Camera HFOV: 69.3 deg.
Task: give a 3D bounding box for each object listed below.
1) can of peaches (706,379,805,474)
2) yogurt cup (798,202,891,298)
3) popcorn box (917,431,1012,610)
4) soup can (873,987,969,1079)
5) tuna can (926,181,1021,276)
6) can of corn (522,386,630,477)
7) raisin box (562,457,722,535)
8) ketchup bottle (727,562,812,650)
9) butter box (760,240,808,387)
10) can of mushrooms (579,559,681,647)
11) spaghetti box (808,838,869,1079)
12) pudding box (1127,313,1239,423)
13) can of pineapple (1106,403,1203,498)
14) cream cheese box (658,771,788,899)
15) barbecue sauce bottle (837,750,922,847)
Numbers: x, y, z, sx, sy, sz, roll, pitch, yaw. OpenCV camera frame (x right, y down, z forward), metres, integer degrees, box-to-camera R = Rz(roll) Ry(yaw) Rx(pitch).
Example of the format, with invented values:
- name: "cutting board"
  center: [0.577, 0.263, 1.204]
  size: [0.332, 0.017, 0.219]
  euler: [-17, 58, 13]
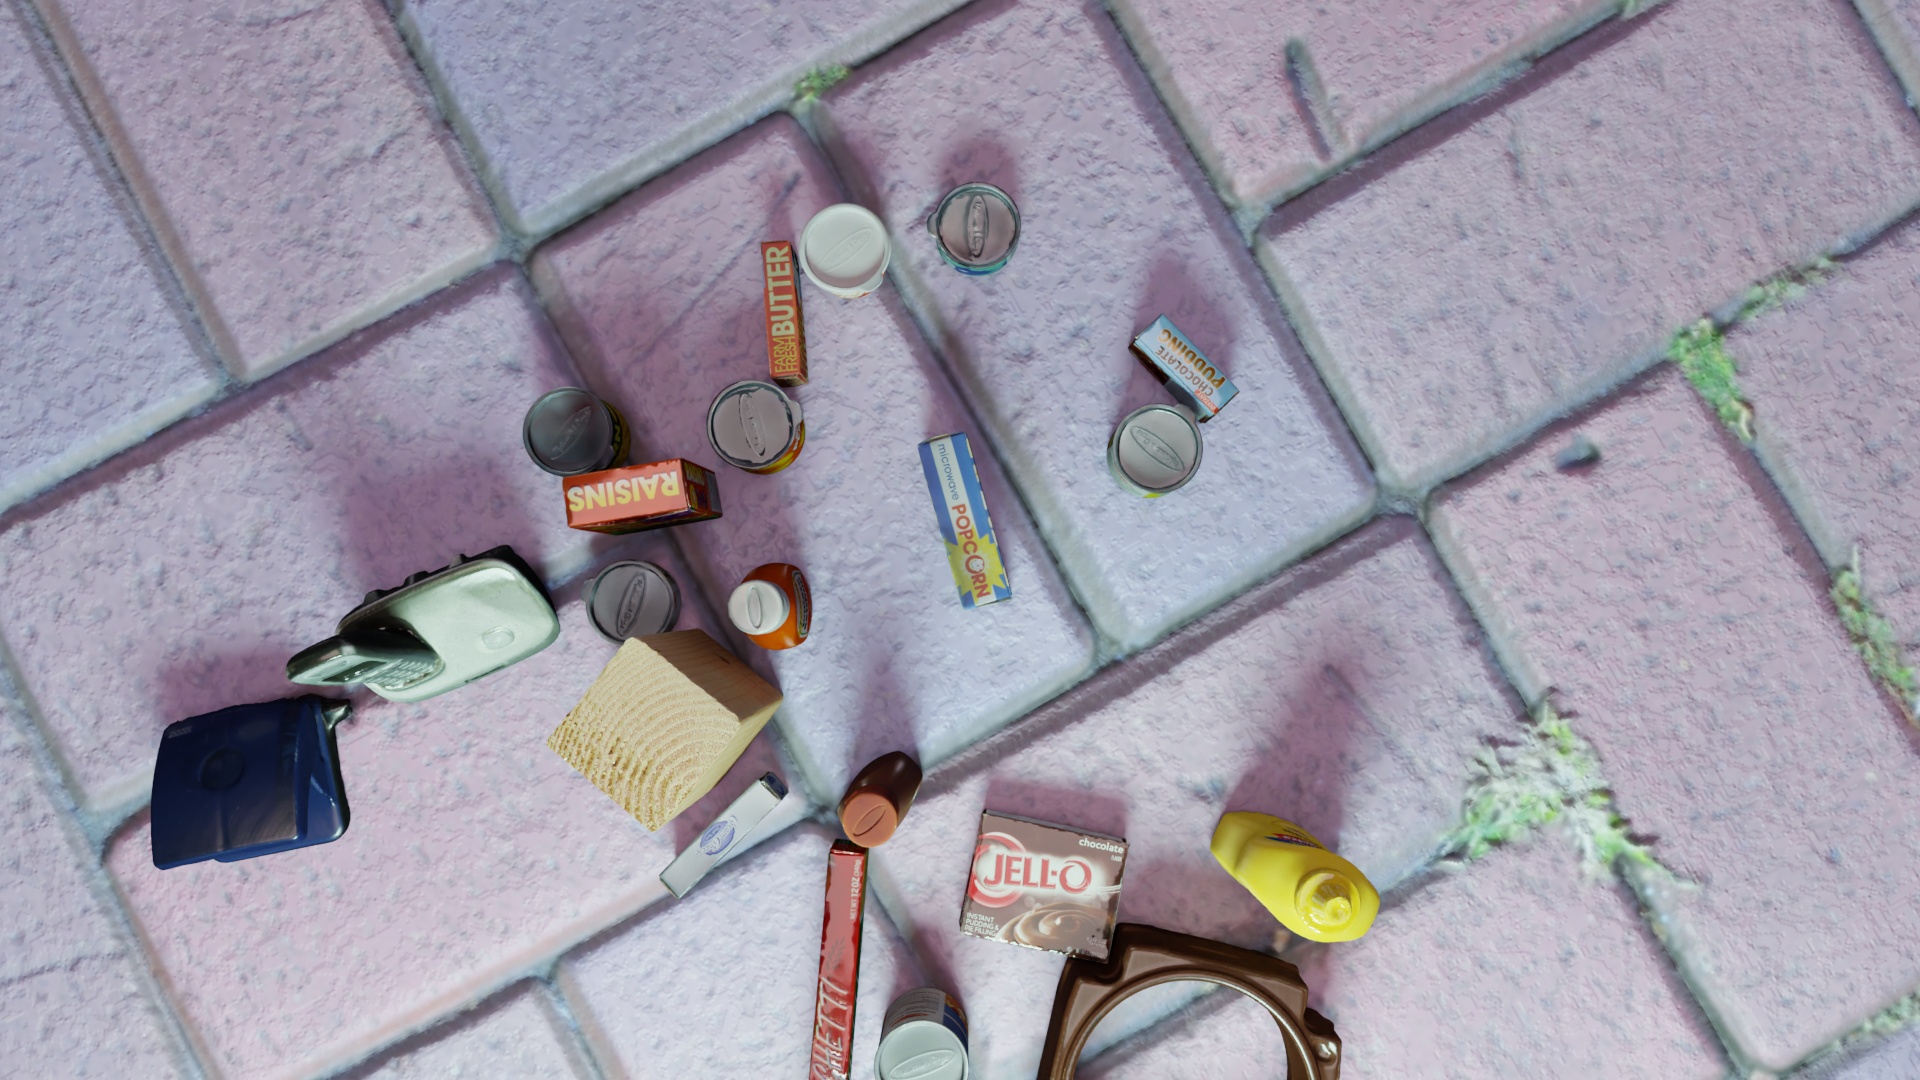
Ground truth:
- name: "can of peaches"
  center: [-0.150, -0.084, 1.039]
  size: [0.071, 0.058, 0.071]
  euler: [0, 87, 0]
- name: "yogurt cup"
  center: [-0.085, -0.215, 1.048]
  size: [0.072, 0.054, 0.072]
  euler: [0, 87, 0]
- name: "popcorn box"
  center: [0.004, -0.013, 1.021]
  size: [0.038, 0.085, 0.126]
  euler: [-16, 87, 0]
- name: "soup can"
  center: [-0.026, 0.370, 1.002]
  size: [0.071, 0.084, 0.071]
  euler: [0, 87, 1]
- name: "tuna can"
  center: [0.010, -0.236, 1.059]
  size: [0.071, 0.033, 0.071]
  euler: [0, 87, 0]
- name: "can of corn"
  center: [-0.284, -0.076, 1.040]
  size: [0.071, 0.058, 0.071]
  euler: [0, 87, 0]
- name: "raisin box"
  center: [-0.227, -0.030, 1.004]
  size: [0.086, 0.123, 0.040]
  euler: [-9, 88, 0]
- name: "ketchup bottle"
  center: [-0.135, 0.047, 0.987]
  size: [0.043, 0.149, 0.064]
  euler: [-7, 88, 0]
- name: "butter box"
  center: [-0.132, -0.169, 1.046]
  size: [0.024, 0.053, 0.103]
  euler: [-5, 87, 0]
- name: "can of mushrooms"
  center: [-0.247, 0.047, 1.045]
  size: [0.071, 0.033, 0.071]
  euler: [0, 87, 0]
- name: "spaghetti box"
  center: [-0.092, 0.349, 1.020]
  size: [0.029, 0.050, 0.250]
  euler: [5, 87, 1]
- name: "pudding box"
  center: [0.167, -0.128, 1.044]
  size: [0.030, 0.049, 0.084]
  euler: [-45, 88, -1]
- name: "can of pineapple"
  center: [0.145, -0.067, 1.036]
  size: [0.071, 0.058, 0.071]
  euler: [0, 87, 0]
- name: "cream cheese box"
  center: [-0.174, 0.216, 1.026]
  size: [0.104, 0.053, 0.024]
  euler: [-44, 88, -2]
- name: "barbecue sauce bottle"
  center: [-0.059, 0.185, 0.979]
  size: [0.065, 0.148, 0.043]
  euler: [-43, 88, -1]
